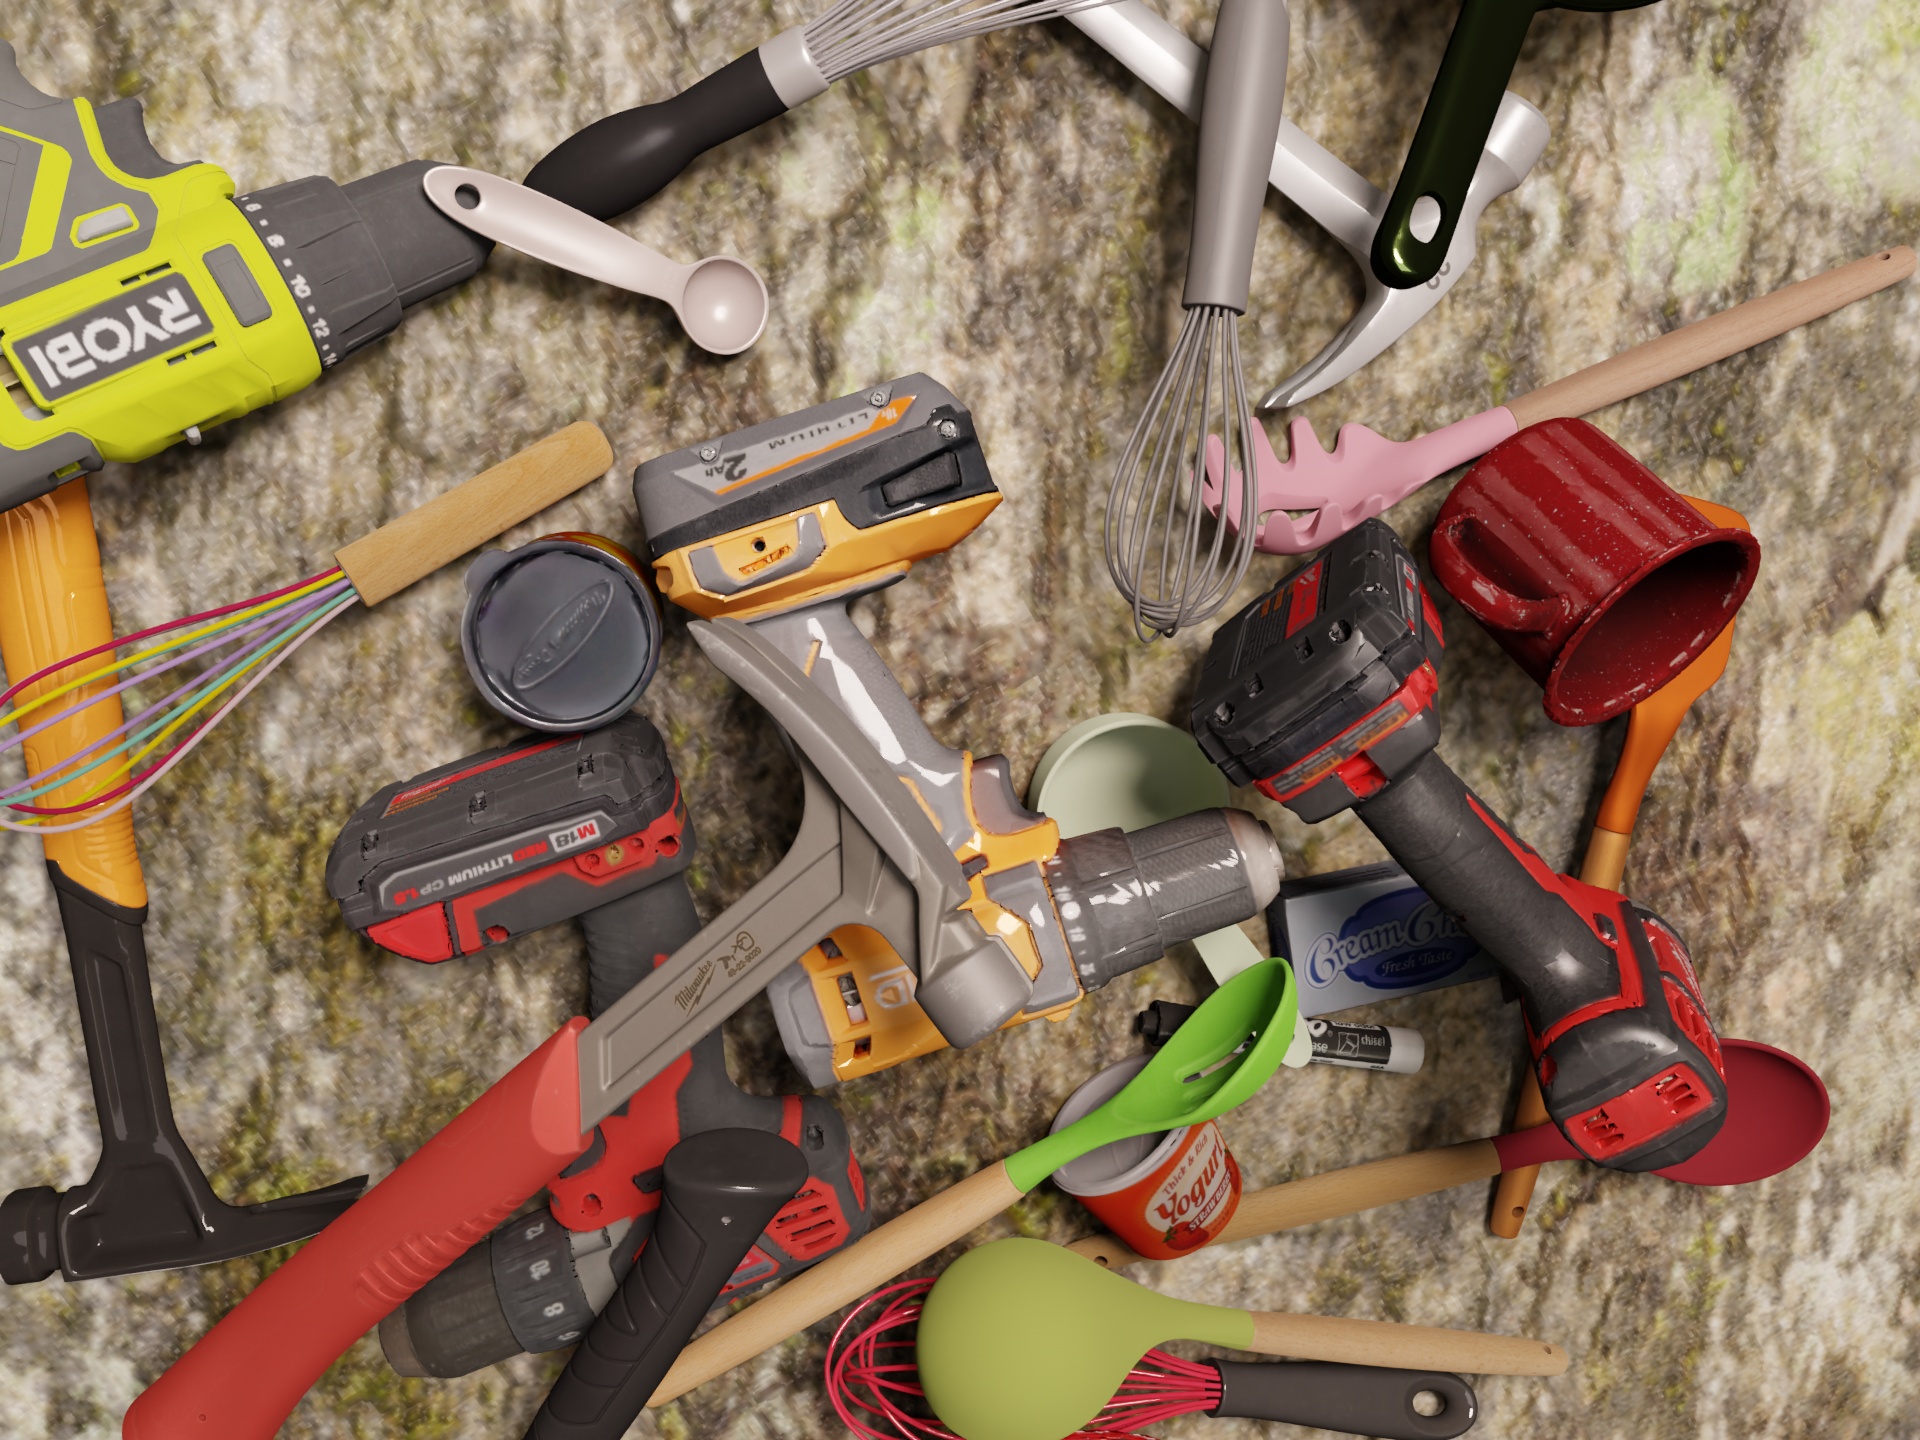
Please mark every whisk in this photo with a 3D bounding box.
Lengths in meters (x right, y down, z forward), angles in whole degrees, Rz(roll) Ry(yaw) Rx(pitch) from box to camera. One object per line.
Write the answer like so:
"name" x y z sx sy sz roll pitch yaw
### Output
"whisk" 0.086 0.275 0.656 0.295 0.073 0.073 11 98 -17
"whisk" -0.226 -0.035 0.540 0.245 0.051 0.047 -34 127 -18
"whisk" 0.086 -0.144 0.550 0.055 0.055 0.239 7 94 -10
"whisk" -0.026 -0.228 0.521 0.284 0.070 0.070 -22 103 16

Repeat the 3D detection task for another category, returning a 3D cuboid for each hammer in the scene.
"hammer" -0.146 0.278 0.586 0.146 0.035 0.334 27 110 -17
"hammer" 0.018 -0.269 0.559 0.405 0.035 0.144 33 93 -13
"hammer" -0.154 0.131 0.514 0.359 0.036 0.149 -40 85 15
"hammer" -0.300 0.035 0.562 0.127 0.034 0.337 -6 101 -7

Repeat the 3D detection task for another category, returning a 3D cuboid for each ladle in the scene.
"ladle" 0.196 0.188 0.657 0.315 0.031 0.069 -14 105 2
"ladle" 0.126 0.254 0.635 0.320 0.078 0.062 17 112 -29

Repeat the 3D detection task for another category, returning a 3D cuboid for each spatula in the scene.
"spatula" 0.262 0.066 0.665 0.081 0.041 0.322 8 103 -10

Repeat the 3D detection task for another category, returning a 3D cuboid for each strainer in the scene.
"strainer" 0.183 -0.263 0.556 0.151 0.069 0.256 21 85 -12

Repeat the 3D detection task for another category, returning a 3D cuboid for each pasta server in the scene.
"pasta server" 0.237 -0.131 0.618 0.316 0.060 0.040 -22 137 -7

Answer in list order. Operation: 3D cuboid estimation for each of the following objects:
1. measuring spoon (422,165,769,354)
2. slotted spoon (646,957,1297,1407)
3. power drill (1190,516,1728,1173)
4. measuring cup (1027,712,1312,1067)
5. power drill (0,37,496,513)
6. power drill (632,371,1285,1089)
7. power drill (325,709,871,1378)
"measuring spoon" -0.125 -0.161 0.549 0.124 0.018 0.034 18 93 -29
"slotted spoon" 0.000 0.187 0.611 0.314 0.070 0.031 -34 101 12
"power drill" 0.184 0.042 0.569 0.078 0.143 0.219 -38 98 25
"measuring cup" 0.088 0.069 0.630 0.083 0.038 0.167 -36 105 -2
"power drill" -0.275 -0.201 0.495 0.190 0.080 0.228 -32 105 -21
"power drill" -0.001 -0.002 0.558 0.185 0.084 0.226 -18 93 1
"power drill" -0.152 0.128 0.583 0.188 0.080 0.226 -20 105 -4
